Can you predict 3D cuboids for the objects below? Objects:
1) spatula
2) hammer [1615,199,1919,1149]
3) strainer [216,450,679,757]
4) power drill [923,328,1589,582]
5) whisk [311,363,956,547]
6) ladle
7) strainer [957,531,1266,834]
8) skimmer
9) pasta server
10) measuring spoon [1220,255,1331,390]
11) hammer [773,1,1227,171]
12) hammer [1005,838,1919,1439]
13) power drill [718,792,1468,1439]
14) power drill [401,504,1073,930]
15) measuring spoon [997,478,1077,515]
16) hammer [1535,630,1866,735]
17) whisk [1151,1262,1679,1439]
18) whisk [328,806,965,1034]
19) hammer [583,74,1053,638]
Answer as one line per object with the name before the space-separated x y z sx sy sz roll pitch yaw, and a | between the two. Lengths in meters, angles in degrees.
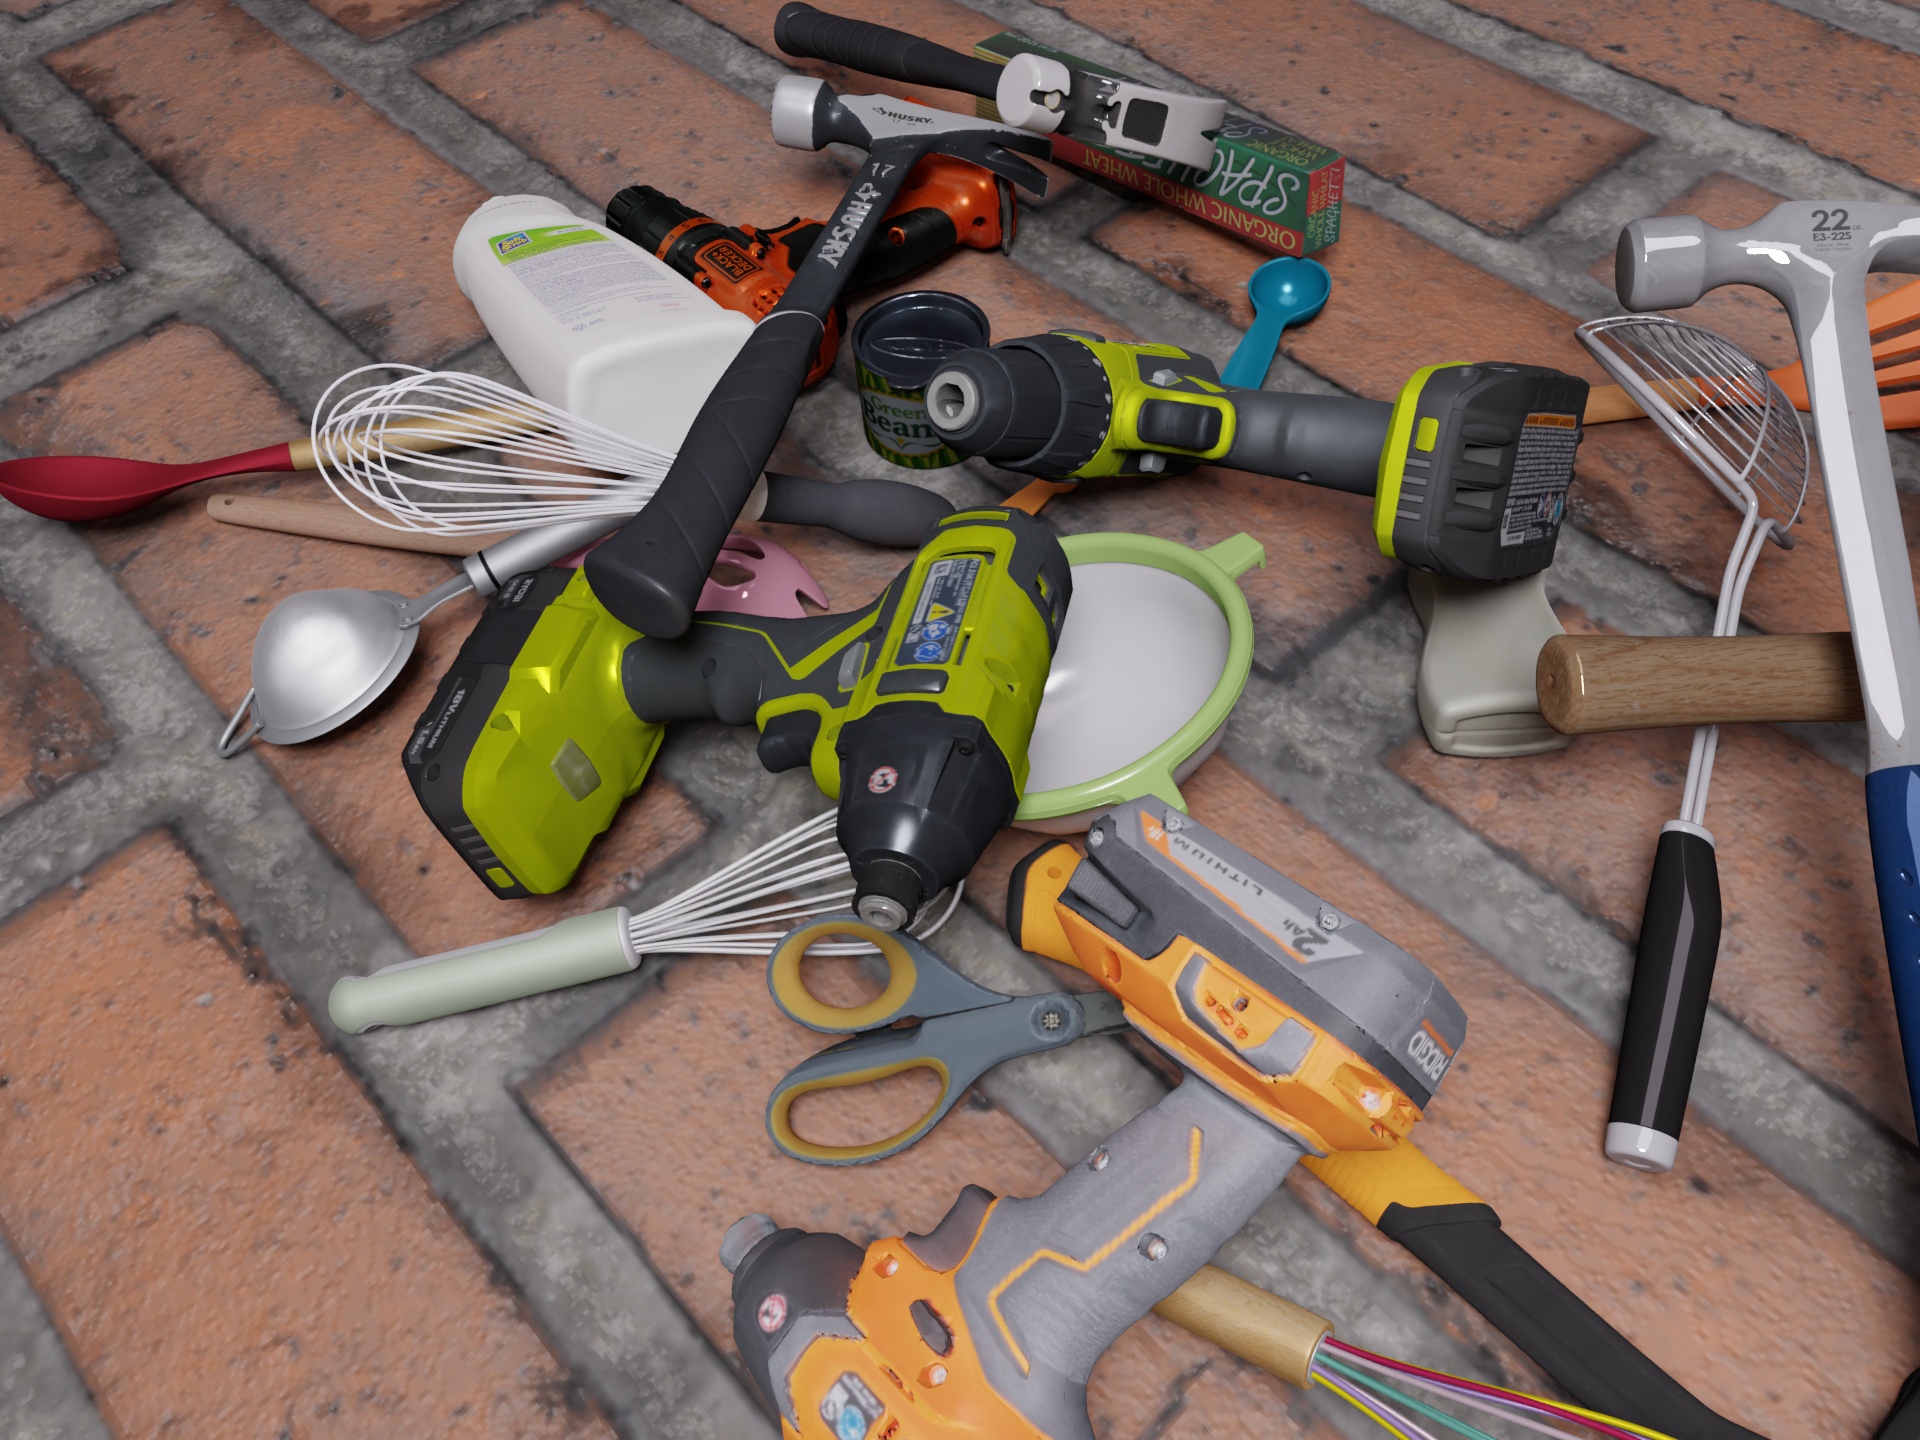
spatula | 0.323 -0.155 0.748 0.322 0.041 0.081 -7 77 2
hammer | 0.310 0.006 0.510 0.144 0.035 0.406 -2 70 10
strainer | -0.217 -0.062 0.693 0.258 0.050 0.087 -28 45 -7
power drill | 0.115 -0.115 0.640 0.229 0.080 0.190 16 16 31
whisk | -0.122 -0.098 0.668 0.284 0.070 0.070 4 46 -32
ladle | -0.301 -0.135 0.780 0.315 0.031 0.069 -12 28 -12
strainer | -0.001 -0.002 0.653 0.256 0.069 0.152 0 47 27
skimmer | 0.267 -0.007 0.624 0.090 0.127 0.363 -10 54 52
pasta server | -0.215 -0.078 0.744 0.316 0.040 0.060 8 54 16
measuring spoon | 0.150 -0.182 0.803 0.042 0.021 0.129 19 65 22
hammer | -0.002 -0.352 0.862 0.146 0.035 0.335 -4 28 -37
hammer | 0.146 0.146 0.535 0.127 0.034 0.337 -38 59 -22
power drill | 0.027 0.140 0.484 0.164 0.084 0.226 32 84 38
power drill | -0.081 0.002 0.581 0.223 0.080 0.171 -3 46 23
measuring spoon | 0.015 -0.084 0.740 0.021 0.011 0.117 36 67 27
hammer | 0.367 -0.020 0.582 0.331 0.031 0.130 -1 74 -10
whisk | 0.123 0.199 0.465 0.245 0.051 0.047 17 86 34
whisk | -0.118 0.079 0.602 0.246 0.058 0.059 -14 83 -1
hammer | -0.064 -0.176 0.690 0.149 0.036 0.409 12 46 6
